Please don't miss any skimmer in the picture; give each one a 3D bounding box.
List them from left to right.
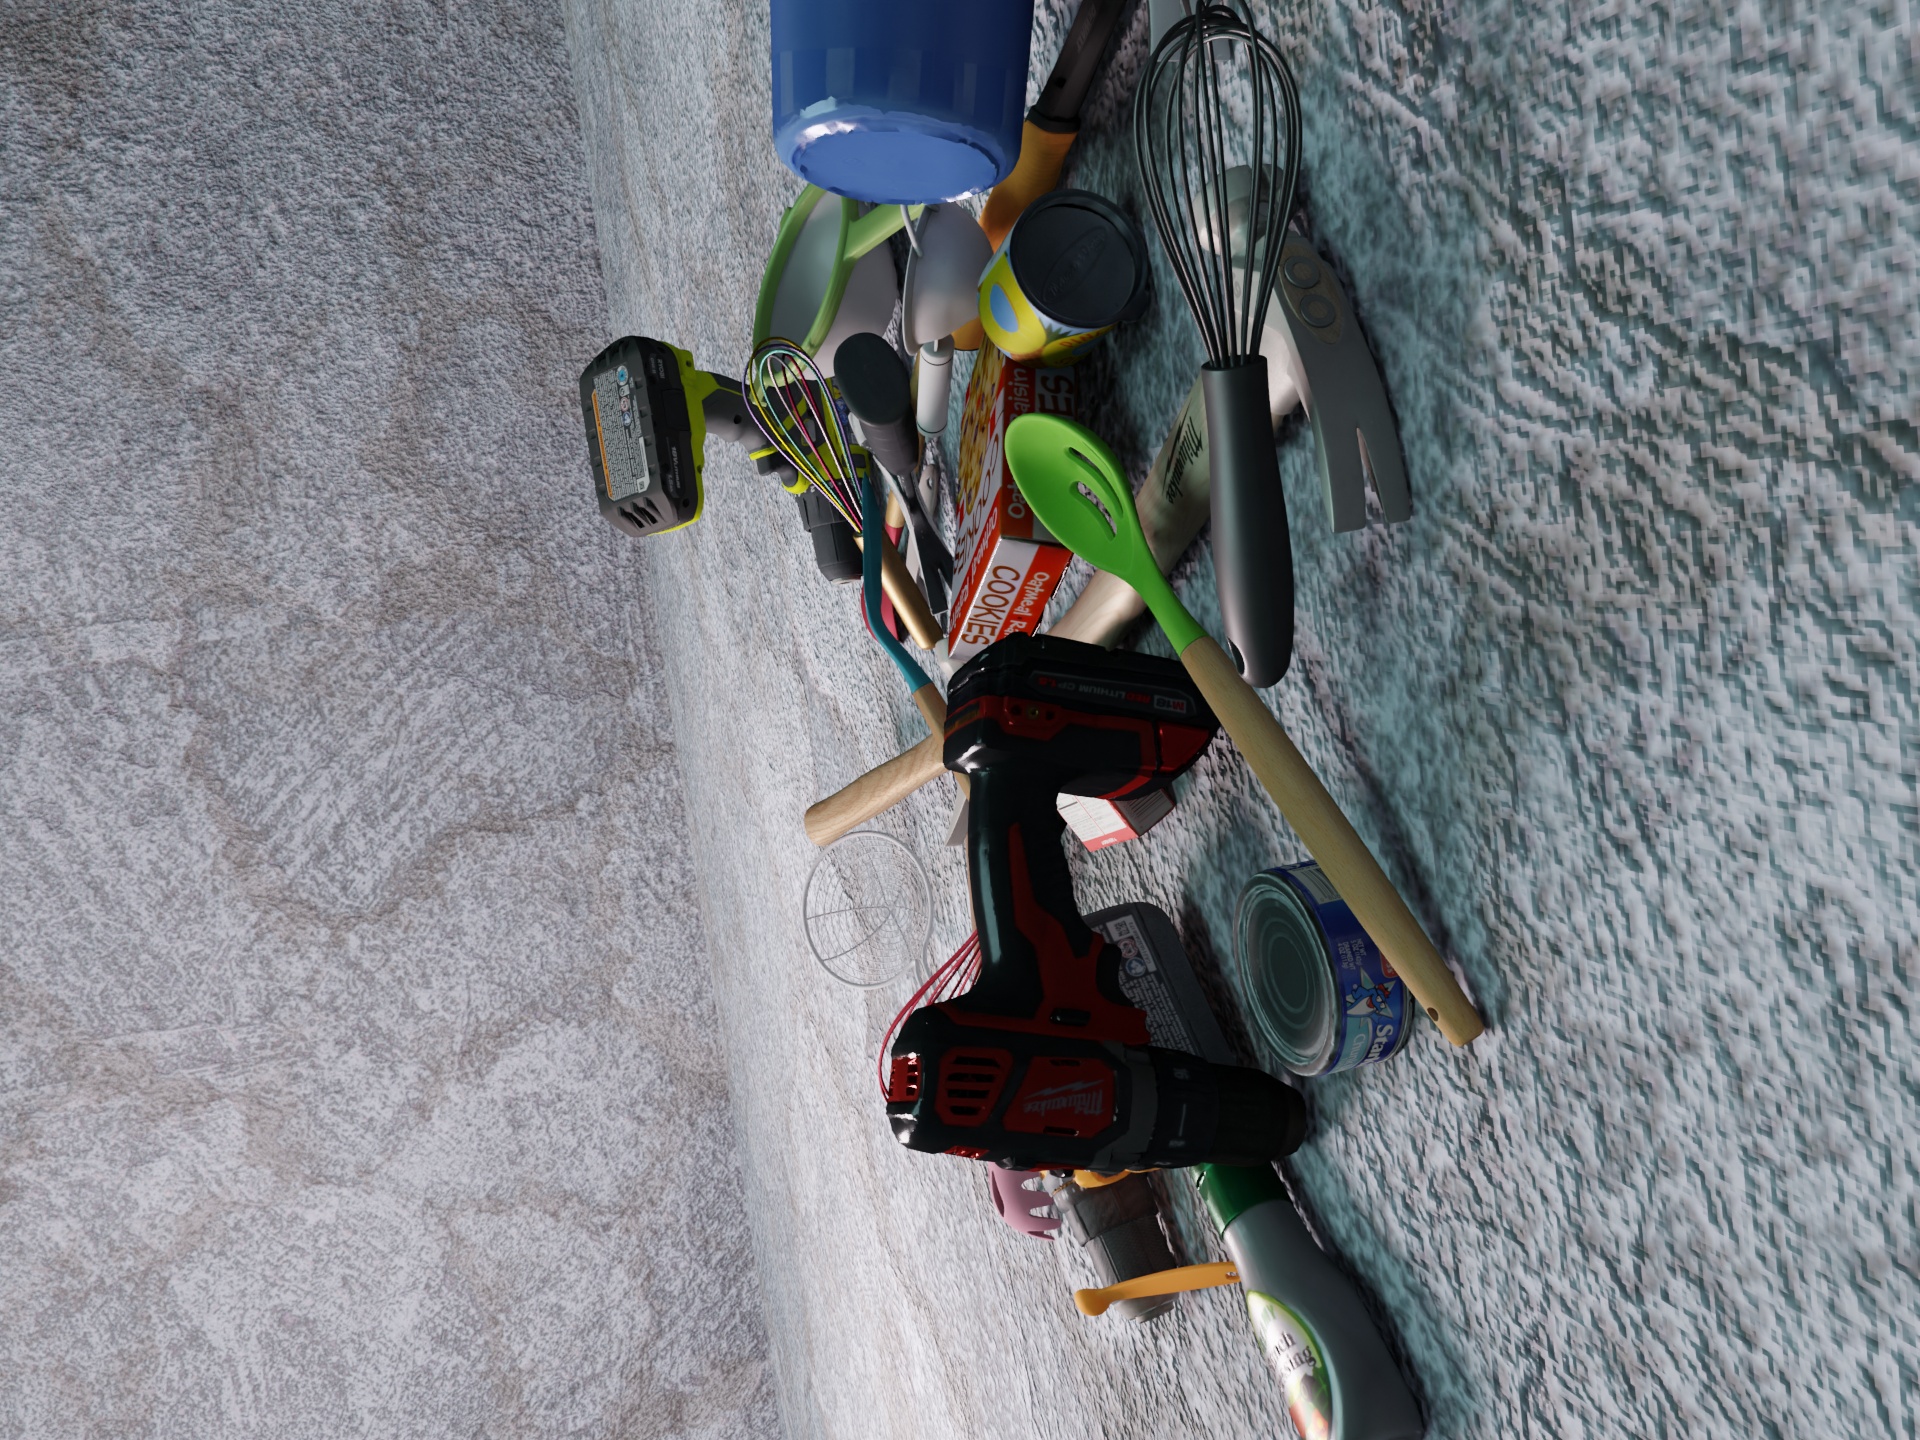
[{"bbox_3d":[-0.047,0.195,1.167,0.127,0.090,0.364,-60,20,10],"label":"skimmer"}]

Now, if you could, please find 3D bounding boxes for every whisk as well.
[{"bbox_3d":[-0.070,-0.149,1.071,0.244,0.051,0.047,60,-150,-28],"label":"whisk"},{"bbox_3d":[0.017,0.136,0.960,0.073,0.073,0.295,59,136,51],"label":"whisk"},{"bbox_3d":[0.096,-0.120,0.542,0.055,0.055,0.238,-134,31,-62],"label":"whisk"}]

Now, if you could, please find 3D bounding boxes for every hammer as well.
[{"bbox_3d":[-0.050,0.047,1.162,0.331,0.031,0.130,147,116,-62],"label":"hammer"},{"bbox_3d":[-0.033,-0.140,0.870,0.409,0.036,0.149,-53,-59,-89],"label":"hammer"},{"bbox_3d":[0.041,-0.271,0.778,0.336,0.034,0.127,128,131,-68],"label":"hammer"},{"bbox_3d":[0.085,-0.065,0.745,0.410,0.038,0.146,119,137,-65],"label":"hammer"}]

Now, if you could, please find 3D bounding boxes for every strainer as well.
[{"bbox_3d":[-0.057,-0.300,1.053,0.256,0.069,0.151,-9,70,59],"label":"strainer"},{"bbox_3d":[-0.010,-0.209,0.868,0.258,0.050,0.087,102,-175,-76],"label":"strainer"}]

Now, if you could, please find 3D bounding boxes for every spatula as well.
[{"bbox_3d":[-0.002,-0.003,0.989,0.317,0.044,0.082,61,179,8],"label":"spatula"}]

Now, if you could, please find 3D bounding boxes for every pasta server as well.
[{"bbox_3d":[0.029,0.205,1.102,0.060,0.040,0.316,177,88,-73],"label":"pasta server"}]

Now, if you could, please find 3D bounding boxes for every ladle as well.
[{"bbox_3d":[-0.041,-0.159,1.129,0.315,0.031,0.069,105,152,-51],"label":"ladle"}]

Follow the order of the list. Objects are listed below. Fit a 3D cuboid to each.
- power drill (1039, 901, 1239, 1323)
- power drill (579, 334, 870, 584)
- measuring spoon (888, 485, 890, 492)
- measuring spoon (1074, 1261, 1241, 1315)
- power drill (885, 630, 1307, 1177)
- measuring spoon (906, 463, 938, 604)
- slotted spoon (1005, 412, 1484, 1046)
[{"bbox_3d":[0.082,0.213,0.840,0.226,0.084,0.185,103,147,-61],"label":"power drill"},{"bbox_3d":[-0.156,-0.193,1.175,0.080,0.228,0.190,-10,89,42],"label":"power drill"},{"bbox_3d":[-0.045,-0.206,1.141,0.128,0.021,0.042,84,165,-46],"label":"measuring spoon"},{"bbox_3d":[0.104,0.291,0.812,0.117,0.021,0.011,-27,36,37],"label":"measuring spoon"},{"bbox_3d":[0.069,0.088,0.710,0.080,0.187,0.227,142,135,-67],"label":"power drill"},{"bbox_3d":[-0.024,-0.126,1.116,0.034,0.018,0.124,47,139,37],"label":"measuring spoon"},{"bbox_3d":[0.107,-0.008,0.630,0.314,0.031,0.070,59,160,25],"label":"slotted spoon"}]
